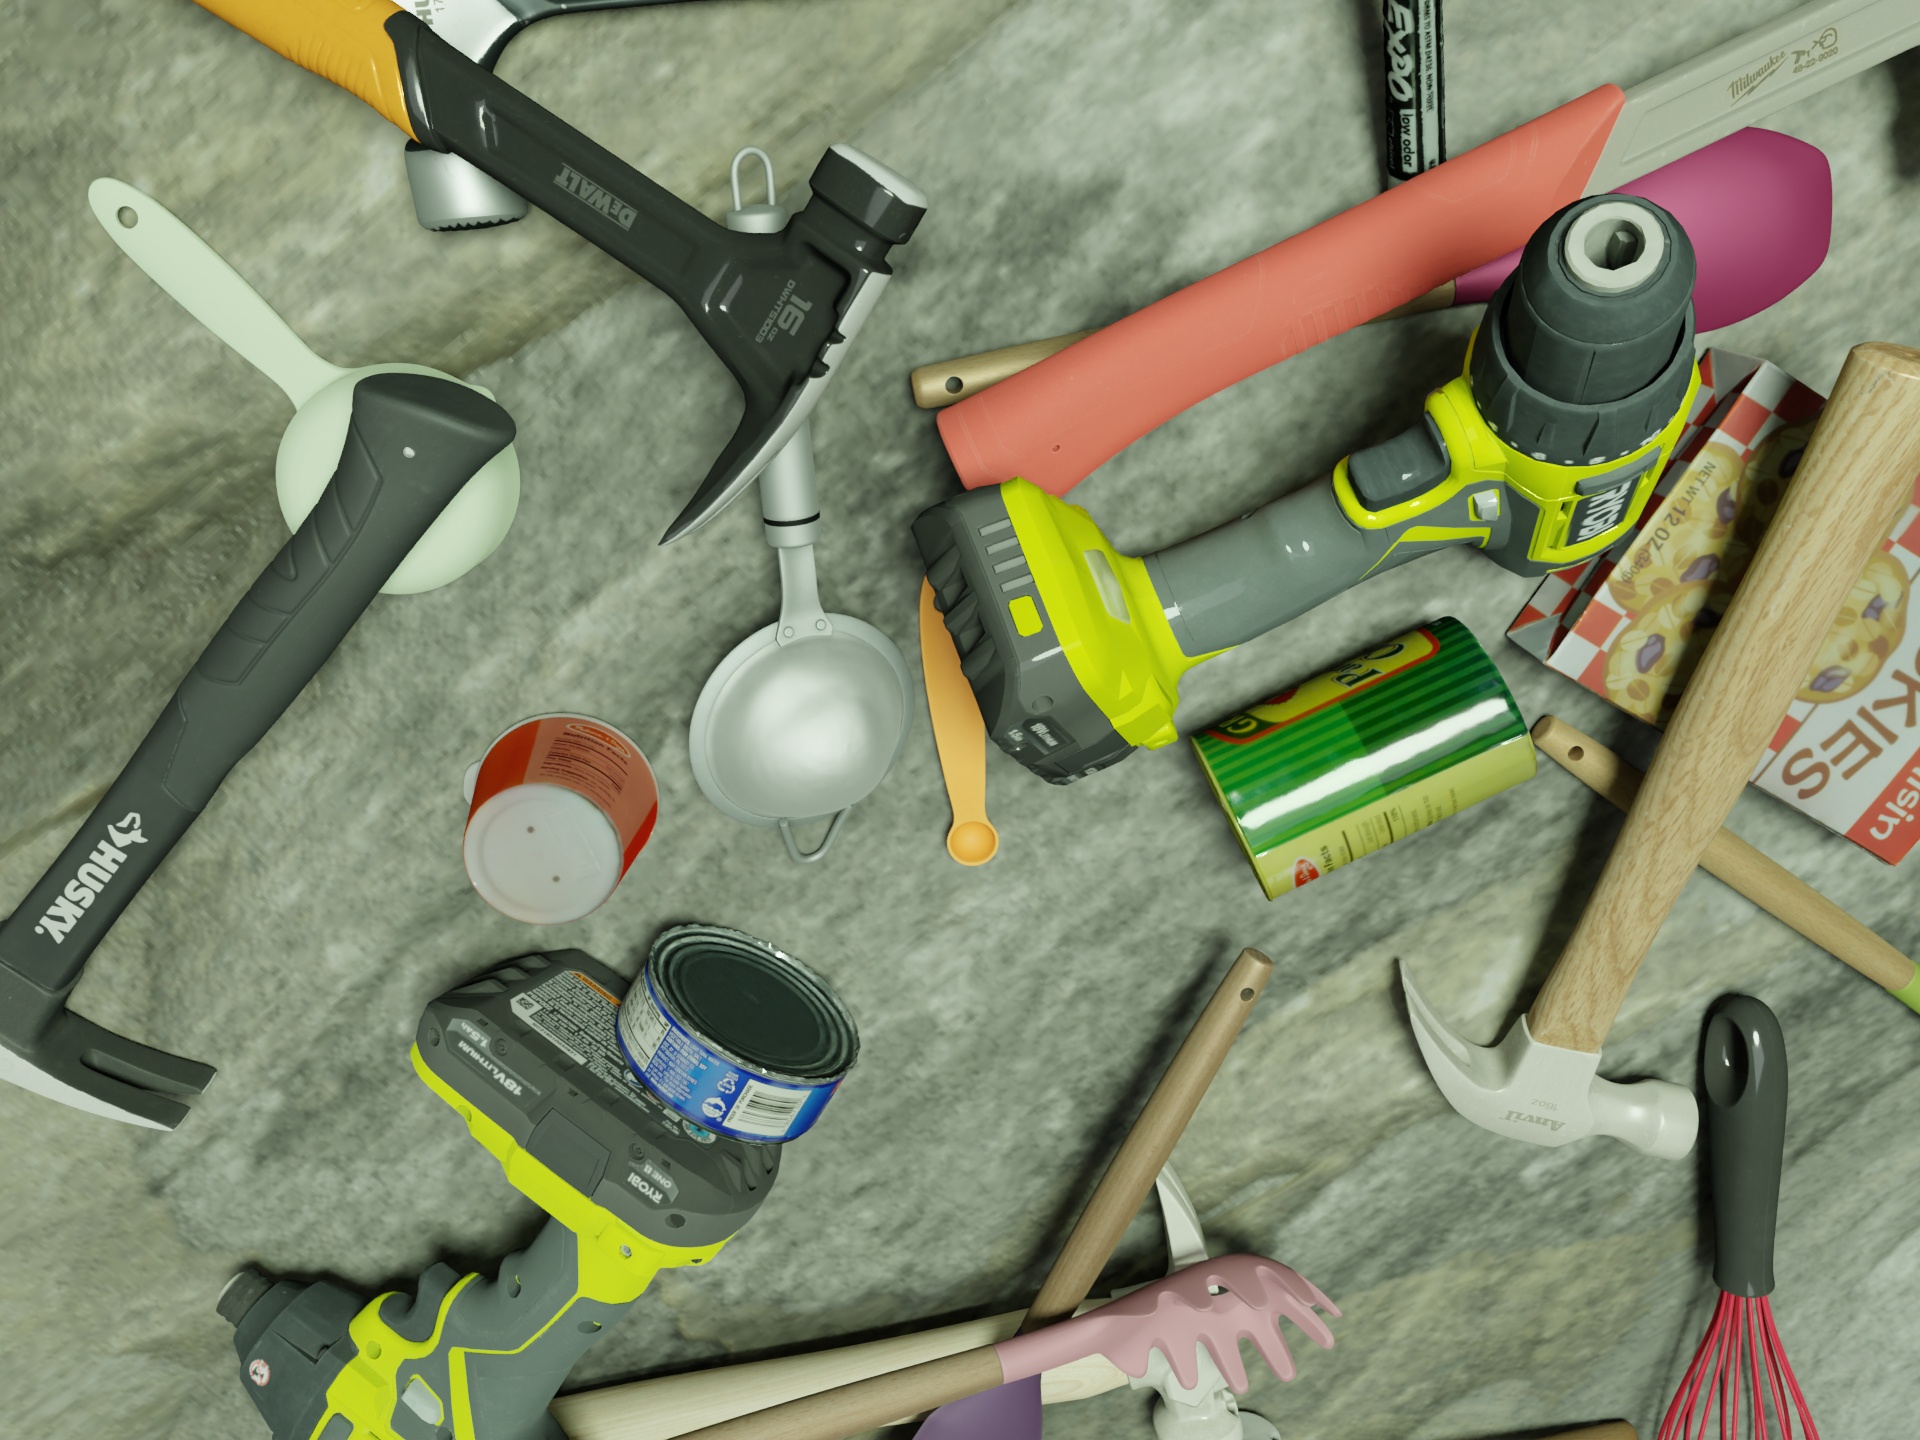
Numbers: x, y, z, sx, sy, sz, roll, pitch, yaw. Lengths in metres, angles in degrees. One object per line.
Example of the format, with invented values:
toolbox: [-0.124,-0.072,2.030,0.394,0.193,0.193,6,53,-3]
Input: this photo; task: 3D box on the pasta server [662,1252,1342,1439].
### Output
pasta server: [-0.010,0.252,0.587,0.316,0.040,0.060,-11,130,-15]

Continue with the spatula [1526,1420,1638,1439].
spatula: [0.154,0.344,0.663,0.317,0.044,0.082,-7,109,-16]

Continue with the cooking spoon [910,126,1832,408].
cooking spoon: [0.140,-0.143,0.539,0.319,0.017,0.068,-11,111,0]

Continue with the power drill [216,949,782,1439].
power drill: [-0.180,0.206,0.601,0.171,0.080,0.223,34,106,9]

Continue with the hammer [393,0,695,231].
hammer: [0.023,-0.248,0.488,0.409,0.036,0.149,-7,109,-1]

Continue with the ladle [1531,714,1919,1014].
ladle: [0.351,0.091,0.615,0.320,0.062,0.078,33,104,-11]

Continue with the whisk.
whisk: [0.329,0.253,0.670,0.073,0.073,0.295,-7,105,-1]

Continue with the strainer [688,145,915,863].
strainer: [-0.056,-0.056,0.534,0.087,0.050,0.258,-15,115,-23]

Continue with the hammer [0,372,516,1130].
hammer: [-0.256,0.014,0.540,0.146,0.035,0.334,40,112,-16]

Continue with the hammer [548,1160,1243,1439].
hammer: [-0.093,0.280,0.668,0.410,0.038,0.146,-11,108,1]

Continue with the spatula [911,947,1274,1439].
spatula: [0.044,0.223,0.627,0.059,0.018,0.316,21,106,-16]

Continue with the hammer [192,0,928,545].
hammer: [-0.180,-0.191,0.462,0.337,0.034,0.127,34,108,-1]

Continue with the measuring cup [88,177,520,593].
measuring cup: [-0.220,-0.110,0.520,0.083,0.038,0.167,-41,109,11]

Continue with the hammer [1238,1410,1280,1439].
hammer: [-0.047,0.393,0.709,0.386,0.038,0.143,-5,111,-1]

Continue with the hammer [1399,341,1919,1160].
hammer: [0.253,0.027,0.561,0.130,0.031,0.331,11,122,-2]

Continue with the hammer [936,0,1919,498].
hammer: [0.156,-0.166,0.490,0.359,0.037,0.149,-24,127,8]

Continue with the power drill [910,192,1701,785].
power drill: [0.108,-0.065,0.483,0.228,0.190,0.080,-23,74,10]

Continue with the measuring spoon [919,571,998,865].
measuring spoon: [-0.001,-0.002,0.588,0.021,0.011,0.117,-7,106,0]
